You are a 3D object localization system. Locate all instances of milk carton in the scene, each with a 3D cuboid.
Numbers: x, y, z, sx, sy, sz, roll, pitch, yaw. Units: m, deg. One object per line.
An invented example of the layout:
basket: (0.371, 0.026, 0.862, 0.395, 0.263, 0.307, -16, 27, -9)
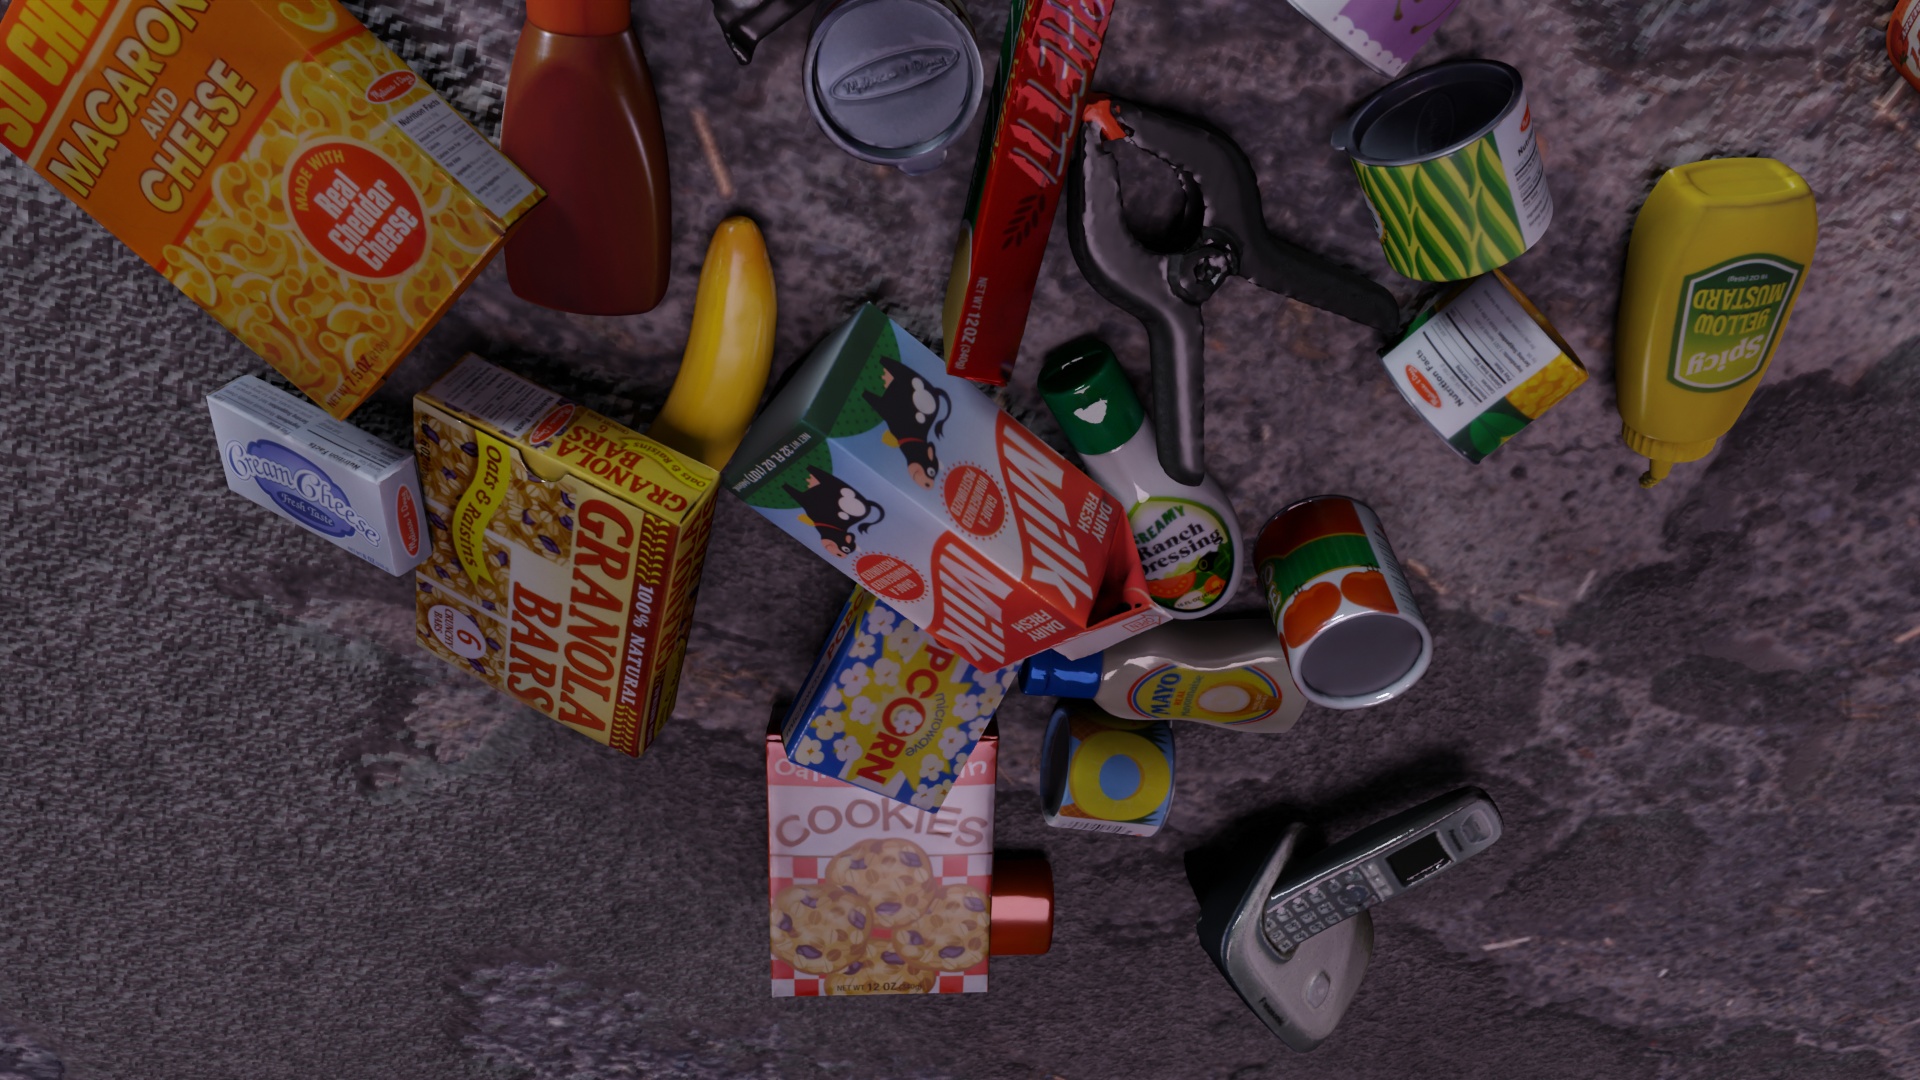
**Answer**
milk carton: (0.002, -0.008, 0.604, 0.190, 0.074, 0.072, 37, 142, -20)

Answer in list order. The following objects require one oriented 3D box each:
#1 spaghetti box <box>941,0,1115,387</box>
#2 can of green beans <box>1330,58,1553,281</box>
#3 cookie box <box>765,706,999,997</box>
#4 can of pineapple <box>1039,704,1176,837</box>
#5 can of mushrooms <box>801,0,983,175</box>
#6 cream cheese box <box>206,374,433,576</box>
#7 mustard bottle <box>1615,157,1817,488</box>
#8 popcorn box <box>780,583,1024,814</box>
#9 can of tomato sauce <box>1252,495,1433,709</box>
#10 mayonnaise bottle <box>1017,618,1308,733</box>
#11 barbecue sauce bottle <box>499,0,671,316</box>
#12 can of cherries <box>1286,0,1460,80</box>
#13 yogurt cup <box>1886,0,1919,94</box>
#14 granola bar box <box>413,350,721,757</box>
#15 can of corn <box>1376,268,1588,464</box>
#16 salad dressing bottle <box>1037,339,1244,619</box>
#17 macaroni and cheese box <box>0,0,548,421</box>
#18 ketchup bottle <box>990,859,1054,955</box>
spaghetti box: (0.031, -0.175, 0.513, 0.029, 0.050, 0.248, 7, 128, -10)
can of green beans: (0.189, -0.143, 0.538, 0.071, 0.071, 0.057, -23, 127, 15)
cookie box: (-0.043, 0.172, 0.766, 0.123, 0.040, 0.166, 0, 111, -4)
can of pineapple: (0.078, 0.122, 0.747, 0.058, 0.071, 0.070, 8, 128, -9)
can of mushrooms: (-0.025, -0.175, 0.520, 0.071, 0.034, 0.070, -2, 129, -2)
cream cheese box: (-0.275, -0.029, 0.598, 0.104, 0.024, 0.053, 23, 131, 19)
mustard bottle: (0.319, -0.084, 0.604, 0.065, 0.049, 0.159, -6, 129, 3)
popcorn box: (-0.022, 0.063, 0.682, 0.085, 0.038, 0.126, 25, 101, -20)
can of tomato sauce: (0.180, 0.031, 0.667, 0.071, 0.083, 0.070, -2, 129, -2)
mayonnaise bottle: (0.105, 0.067, 0.719, 0.148, 0.041, 0.064, 4, 130, -8)
barbecue sauce bottle: (-0.141, -0.158, 0.520, 0.065, 0.044, 0.147, 7, 128, -3)
can of cherries: (0.148, -0.206, 0.487, 0.071, 0.072, 0.058, 27, 122, -23)
yogurt cup: (0.390, -0.189, 0.521, 0.072, 0.054, 0.072, -2, 129, -2)
granola bar box: (-0.180, 0.013, 0.619, 0.124, 0.039, 0.164, 26, 134, 5)
can of corn: (0.224, -0.076, 0.596, 0.071, 0.071, 0.058, 33, 120, -26)
salad dressing bottle: (0.083, -0.026, 0.640, 0.064, 0.044, 0.147, -26, 126, 13)
macaroni and cheese box: (-0.255, -0.141, 0.506, 0.123, 0.040, 0.166, -36, 110, 29)
ketchup bottle: (-0.019, 0.222, 0.836, 0.149, 0.044, 0.064, 0, 127, -3)
